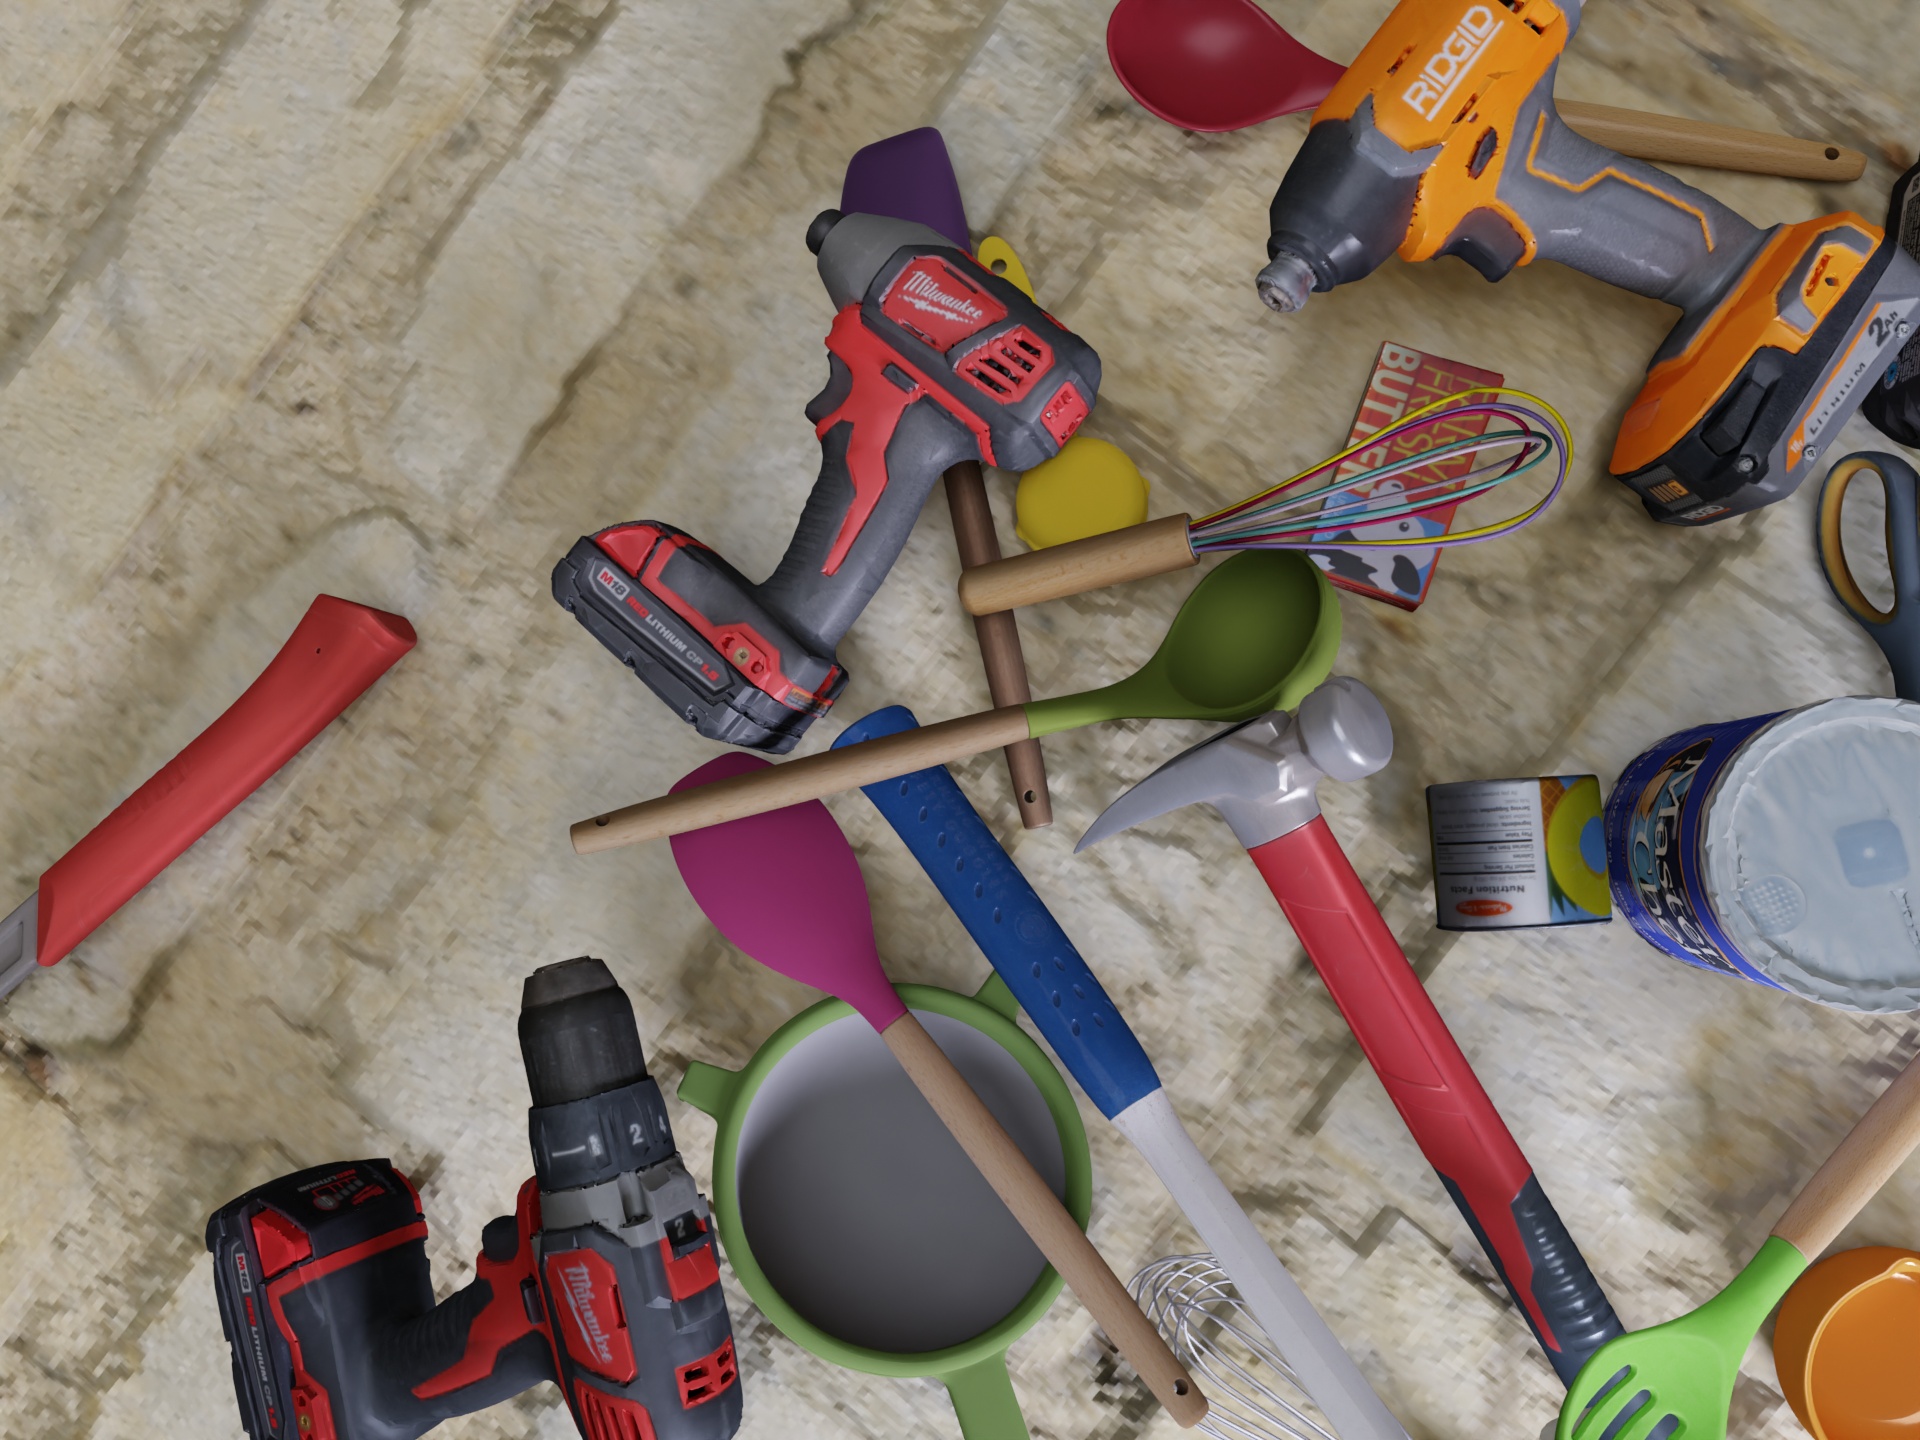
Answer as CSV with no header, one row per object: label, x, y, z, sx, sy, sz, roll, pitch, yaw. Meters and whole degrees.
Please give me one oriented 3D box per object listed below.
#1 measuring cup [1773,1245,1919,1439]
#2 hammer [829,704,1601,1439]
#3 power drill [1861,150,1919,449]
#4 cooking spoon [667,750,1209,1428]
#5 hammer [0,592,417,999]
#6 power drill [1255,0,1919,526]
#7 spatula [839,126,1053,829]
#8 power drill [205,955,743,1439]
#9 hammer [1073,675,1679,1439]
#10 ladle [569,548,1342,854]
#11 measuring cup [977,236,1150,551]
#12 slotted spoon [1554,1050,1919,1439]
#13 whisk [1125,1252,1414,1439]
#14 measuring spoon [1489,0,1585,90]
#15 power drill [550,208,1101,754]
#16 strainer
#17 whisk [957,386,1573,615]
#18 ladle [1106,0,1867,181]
measuring cup,0.398,0.238,0.597,0.173,0.052,0.095,-10,85,6
hammer,0.079,0.156,0.619,0.144,0.035,0.406,-25,68,-30
power drill,0.484,-0.171,0.601,0.228,0.080,0.190,9,88,6
cooking spoon,-0.010,0.139,0.625,0.069,0.017,0.319,-33,76,-26
hammer,-0.388,0.076,0.731,0.359,0.036,0.149,-40,82,4
power drill,0.233,-0.175,0.615,0.226,0.084,0.164,38,86,0
spatula,-0.001,-0.107,0.696,0.060,0.018,0.316,-15,83,15
power drill,-0.195,0.203,0.633,0.227,0.080,0.188,-18,83,29
hammer,0.190,0.177,0.625,0.143,0.038,0.386,-30,90,42
ladle,-0.001,-0.002,0.637,0.320,0.062,0.078,-15,42,-5
measuring cup,0.036,-0.140,0.686,0.062,0.029,0.156,-19,85,7
slotted spoon,0.322,0.178,0.586,0.314,0.031,0.070,-42,95,-13
whisk,0.183,0.307,0.625,0.284,0.070,0.070,37,92,4
measuring spoon,0.253,-0.305,0.666,0.034,0.018,0.124,40,85,3
power drill,-0.060,-0.105,0.665,0.143,0.078,0.219,41,95,15
strainer,-0.009,0.234,0.631,0.151,0.069,0.256,-15,71,-19
whisk,0.112,-0.081,0.626,0.245,0.047,0.051,-12,40,22
ladle,0.217,-0.260,0.671,0.315,0.031,0.069,12,82,7
